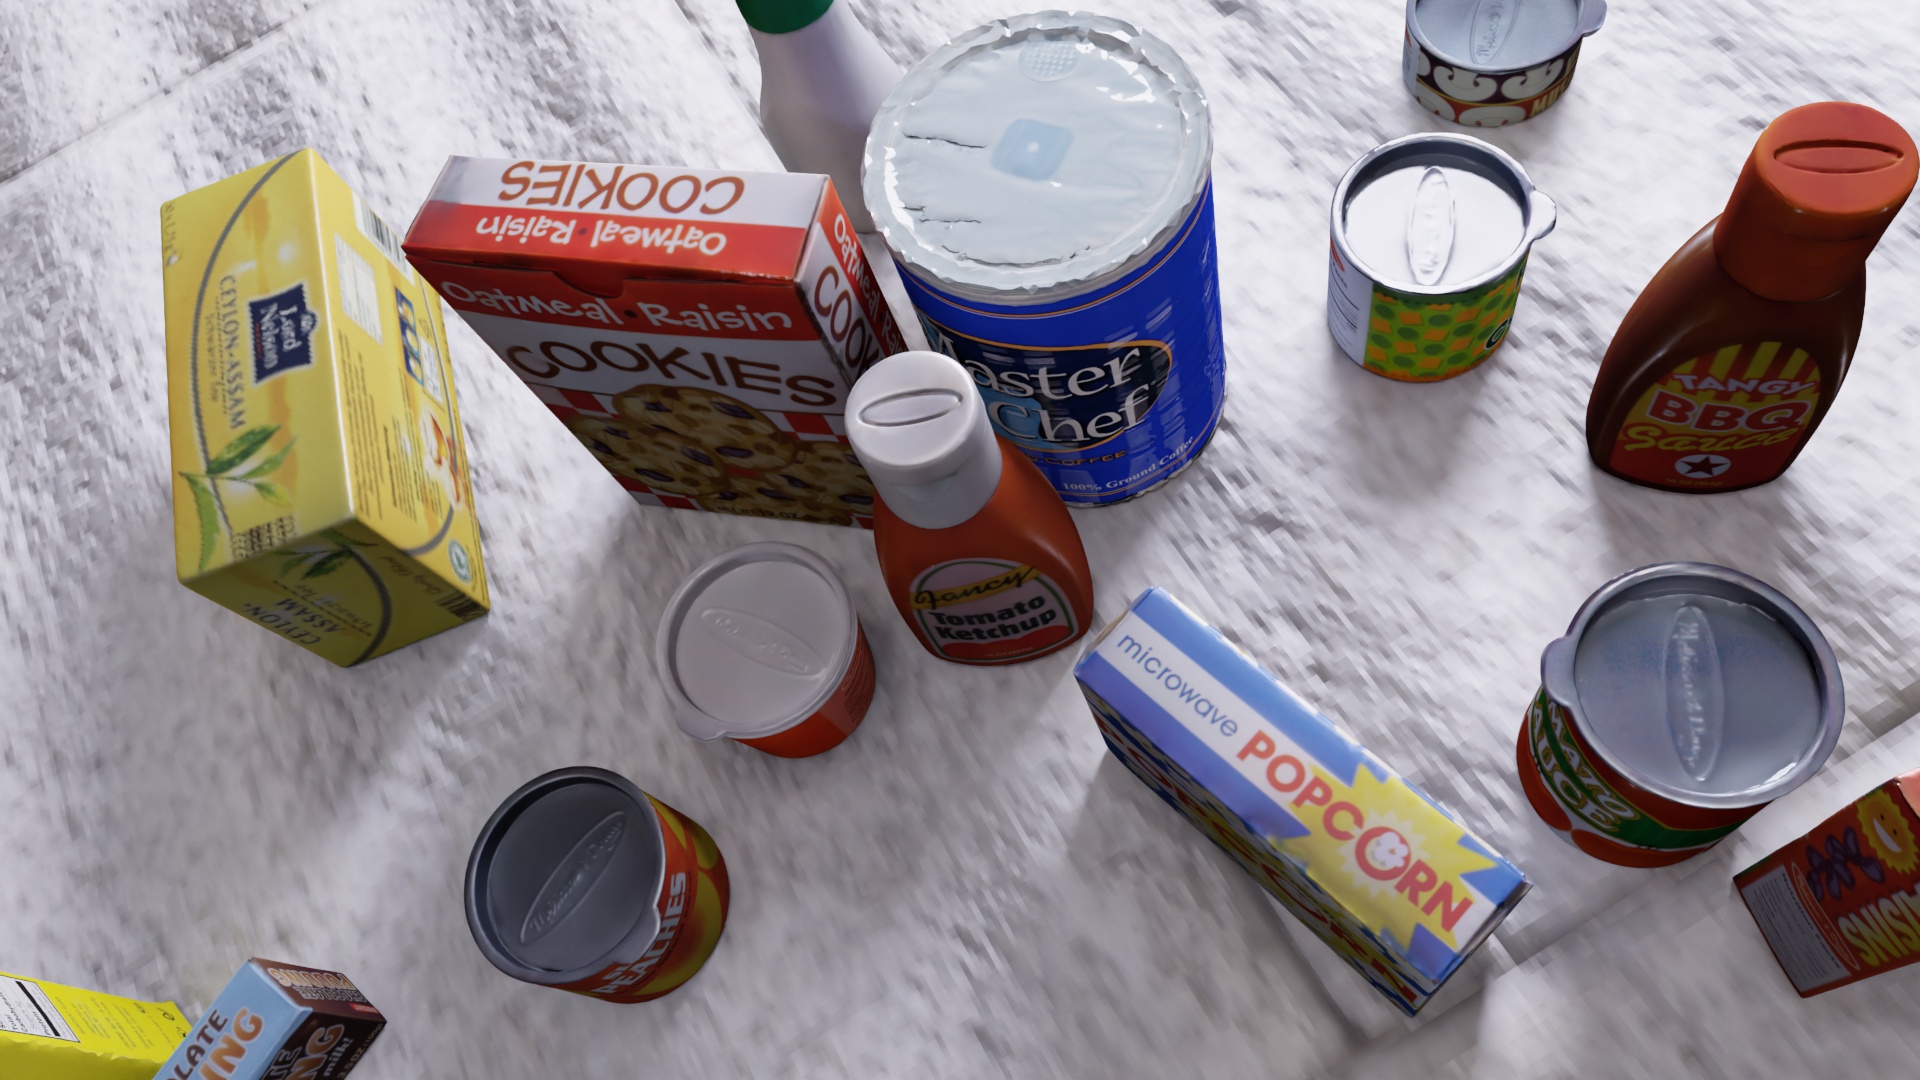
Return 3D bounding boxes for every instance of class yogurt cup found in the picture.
[{"bbox_3d":[-0.061,0.041,0.471,0.072,0.053,0.072,-5,65,11],"label":"yogurt cup"}]

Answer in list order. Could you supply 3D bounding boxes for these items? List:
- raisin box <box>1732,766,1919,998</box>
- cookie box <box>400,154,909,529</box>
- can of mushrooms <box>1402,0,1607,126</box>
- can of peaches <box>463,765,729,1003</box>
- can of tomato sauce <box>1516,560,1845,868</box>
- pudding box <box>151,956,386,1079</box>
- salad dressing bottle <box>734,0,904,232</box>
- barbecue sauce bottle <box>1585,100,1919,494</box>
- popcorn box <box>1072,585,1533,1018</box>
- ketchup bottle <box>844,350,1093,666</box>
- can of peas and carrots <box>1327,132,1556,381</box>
[{"bbox_3d":[0.257,0.075,0.344,0.086,0.123,0.040,-21,63,3],"label":"raisin box"},{"bbox_3d":[-0.081,-0.056,0.457,0.123,0.167,0.040,7,68,16],"label":"cookie box"},{"bbox_3d":[0.206,-0.194,0.532,0.071,0.033,0.071,-5,65,11],"label":"can of mushrooms"},{"bbox_3d":[-0.113,0.114,0.446,0.071,0.058,0.071,-5,65,11],"label":"can of peaches"},{"bbox_3d":[0.195,0.053,0.391,0.071,0.083,0.071,-5,65,11],"label":"can of tomato sauce"},{"bbox_3d":[-0.233,0.180,0.447,0.030,0.049,0.084,30,75,23],"label":"pudding box"},{"bbox_3d":[-0.052,-0.176,0.518,0.064,0.147,0.044,15,70,19],"label":"salad dressing bottle"},{"bbox_3d":[0.227,-0.064,0.402,0.065,0.148,0.044,5,67,15],"label":"barbecue sauce bottle"},{"bbox_3d":[0.094,0.076,0.402,0.038,0.085,0.127,-45,64,-9],"label":"popcorn box"},{"bbox_3d":[0.002,-0.005,0.425,0.065,0.148,0.044,-10,64,8],"label":"ketchup bottle"},{"bbox_3d":[0.164,-0.097,0.482,0.071,0.058,0.071,-5,65,11],"label":"can of peas and carrots"}]
